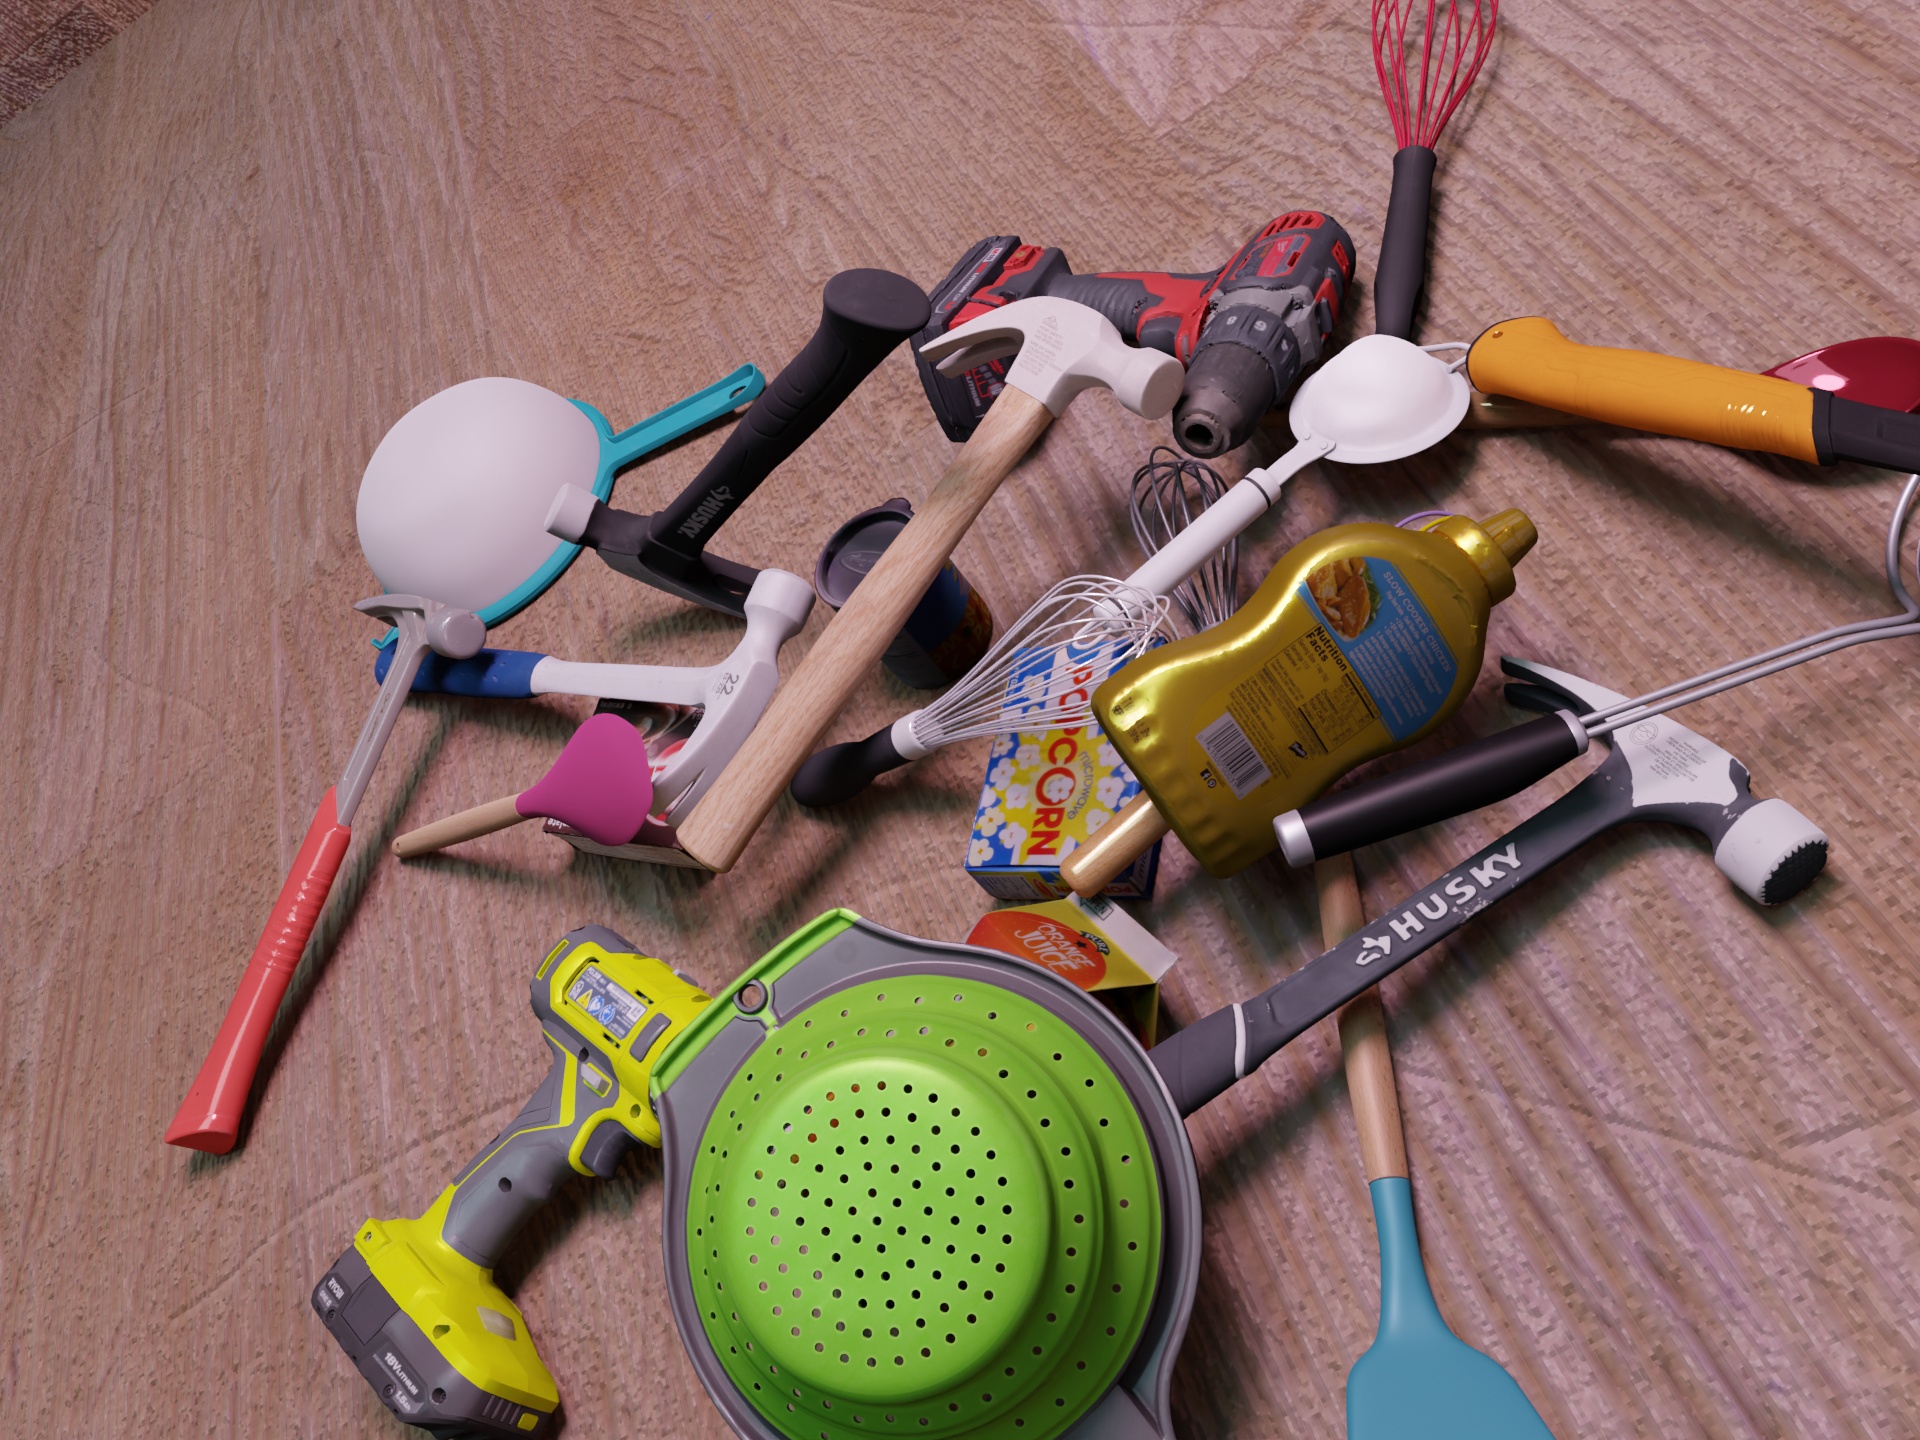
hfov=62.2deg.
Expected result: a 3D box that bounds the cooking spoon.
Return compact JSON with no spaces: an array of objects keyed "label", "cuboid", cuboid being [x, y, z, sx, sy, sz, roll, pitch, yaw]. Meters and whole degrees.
[{"label":"cooking spoon","cuboid":[-0.256,0.052,0.900,0.319,0.017,0.069,-16,84,48]}]

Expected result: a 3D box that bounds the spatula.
[{"label":"spatula","cuboid":[0.167,0.152,0.622,0.082,0.044,0.318,-3,54,2]}]

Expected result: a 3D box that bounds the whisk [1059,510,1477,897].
[{"label":"whisk","cuboid":[0.143,-0.004,0.710,0.245,0.047,0.051,-41,68,-2]}]

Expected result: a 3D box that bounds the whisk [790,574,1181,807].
[{"label":"whisk","cuboid":[-0.002,-0.003,0.773,0.284,0.070,0.070,-25,46,46]}]

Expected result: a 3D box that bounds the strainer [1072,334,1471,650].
[{"label":"strainer","cuboid":[0.152,-0.118,0.767,0.258,0.050,0.087,-41,47,-7]}]

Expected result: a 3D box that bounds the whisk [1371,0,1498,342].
[{"label":"whisk","cuboid":[0.254,-0.324,0.879,0.073,0.073,0.296,-1,65,31]}]

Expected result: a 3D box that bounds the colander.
[{"label":"colander","cuboid":[0.033,0.230,0.526,0.204,0.094,0.397,-41,72,-4]}]

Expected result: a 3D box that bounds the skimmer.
[{"label":"skimmer","cuboid":[0.286,-0.043,0.613,0.363,0.090,0.127,-21,16,5]}]

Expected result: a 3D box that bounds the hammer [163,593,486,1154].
[{"label":"hammer","cuboid":[-0.405,0.089,0.992,0.149,0.036,0.359,7,73,47]}]

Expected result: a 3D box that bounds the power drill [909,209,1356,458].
[{"label":"power drill","cuboid":[0.086,-0.202,0.861,0.227,0.080,0.188,4,44,31]}]

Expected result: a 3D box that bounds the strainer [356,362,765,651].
[{"label":"strainer","cuboid":[-0.300,-0.192,1.109,0.340,0.095,0.211,-21,51,20]}]

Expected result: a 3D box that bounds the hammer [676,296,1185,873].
[{"label":"hammer","cuboid":[-0.035,-0.067,0.788,0.130,0.031,0.331,38,93,35]}]

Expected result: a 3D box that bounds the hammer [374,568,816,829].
[{"label":"hammer","cuboid":[-0.249,-0.022,0.957,0.406,0.035,0.144,5,64,45]}]

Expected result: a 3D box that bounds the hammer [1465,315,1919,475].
[{"label":"hammer","cuboid":[0.311,-0.113,0.620,0.127,0.034,0.337,-38,30,-5]}]

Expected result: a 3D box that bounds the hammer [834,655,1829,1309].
[{"label":"hammer","cuboid":[0.124,0.112,0.632,0.409,0.036,0.149,-31,45,-5]}]

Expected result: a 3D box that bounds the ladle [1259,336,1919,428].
[{"label":"ladle","cuboid":[0.286,-0.149,0.761,0.315,0.031,0.069,7,54,37]}]

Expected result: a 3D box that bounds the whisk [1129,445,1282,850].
[{"label":"whisk","cuboid":[0.126,-0.042,0.777,0.055,0.055,0.239,-22,54,18]}]

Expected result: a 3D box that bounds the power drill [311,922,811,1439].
[{"label":"power drill","cuboid":[-0.187,0.228,0.772,0.191,0.080,0.228,25,73,41]}]

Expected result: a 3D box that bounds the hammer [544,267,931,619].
[{"label":"hammer","cuboid":[-0.104,-0.138,0.834,0.335,0.146,0.035,-29,40,56]}]
